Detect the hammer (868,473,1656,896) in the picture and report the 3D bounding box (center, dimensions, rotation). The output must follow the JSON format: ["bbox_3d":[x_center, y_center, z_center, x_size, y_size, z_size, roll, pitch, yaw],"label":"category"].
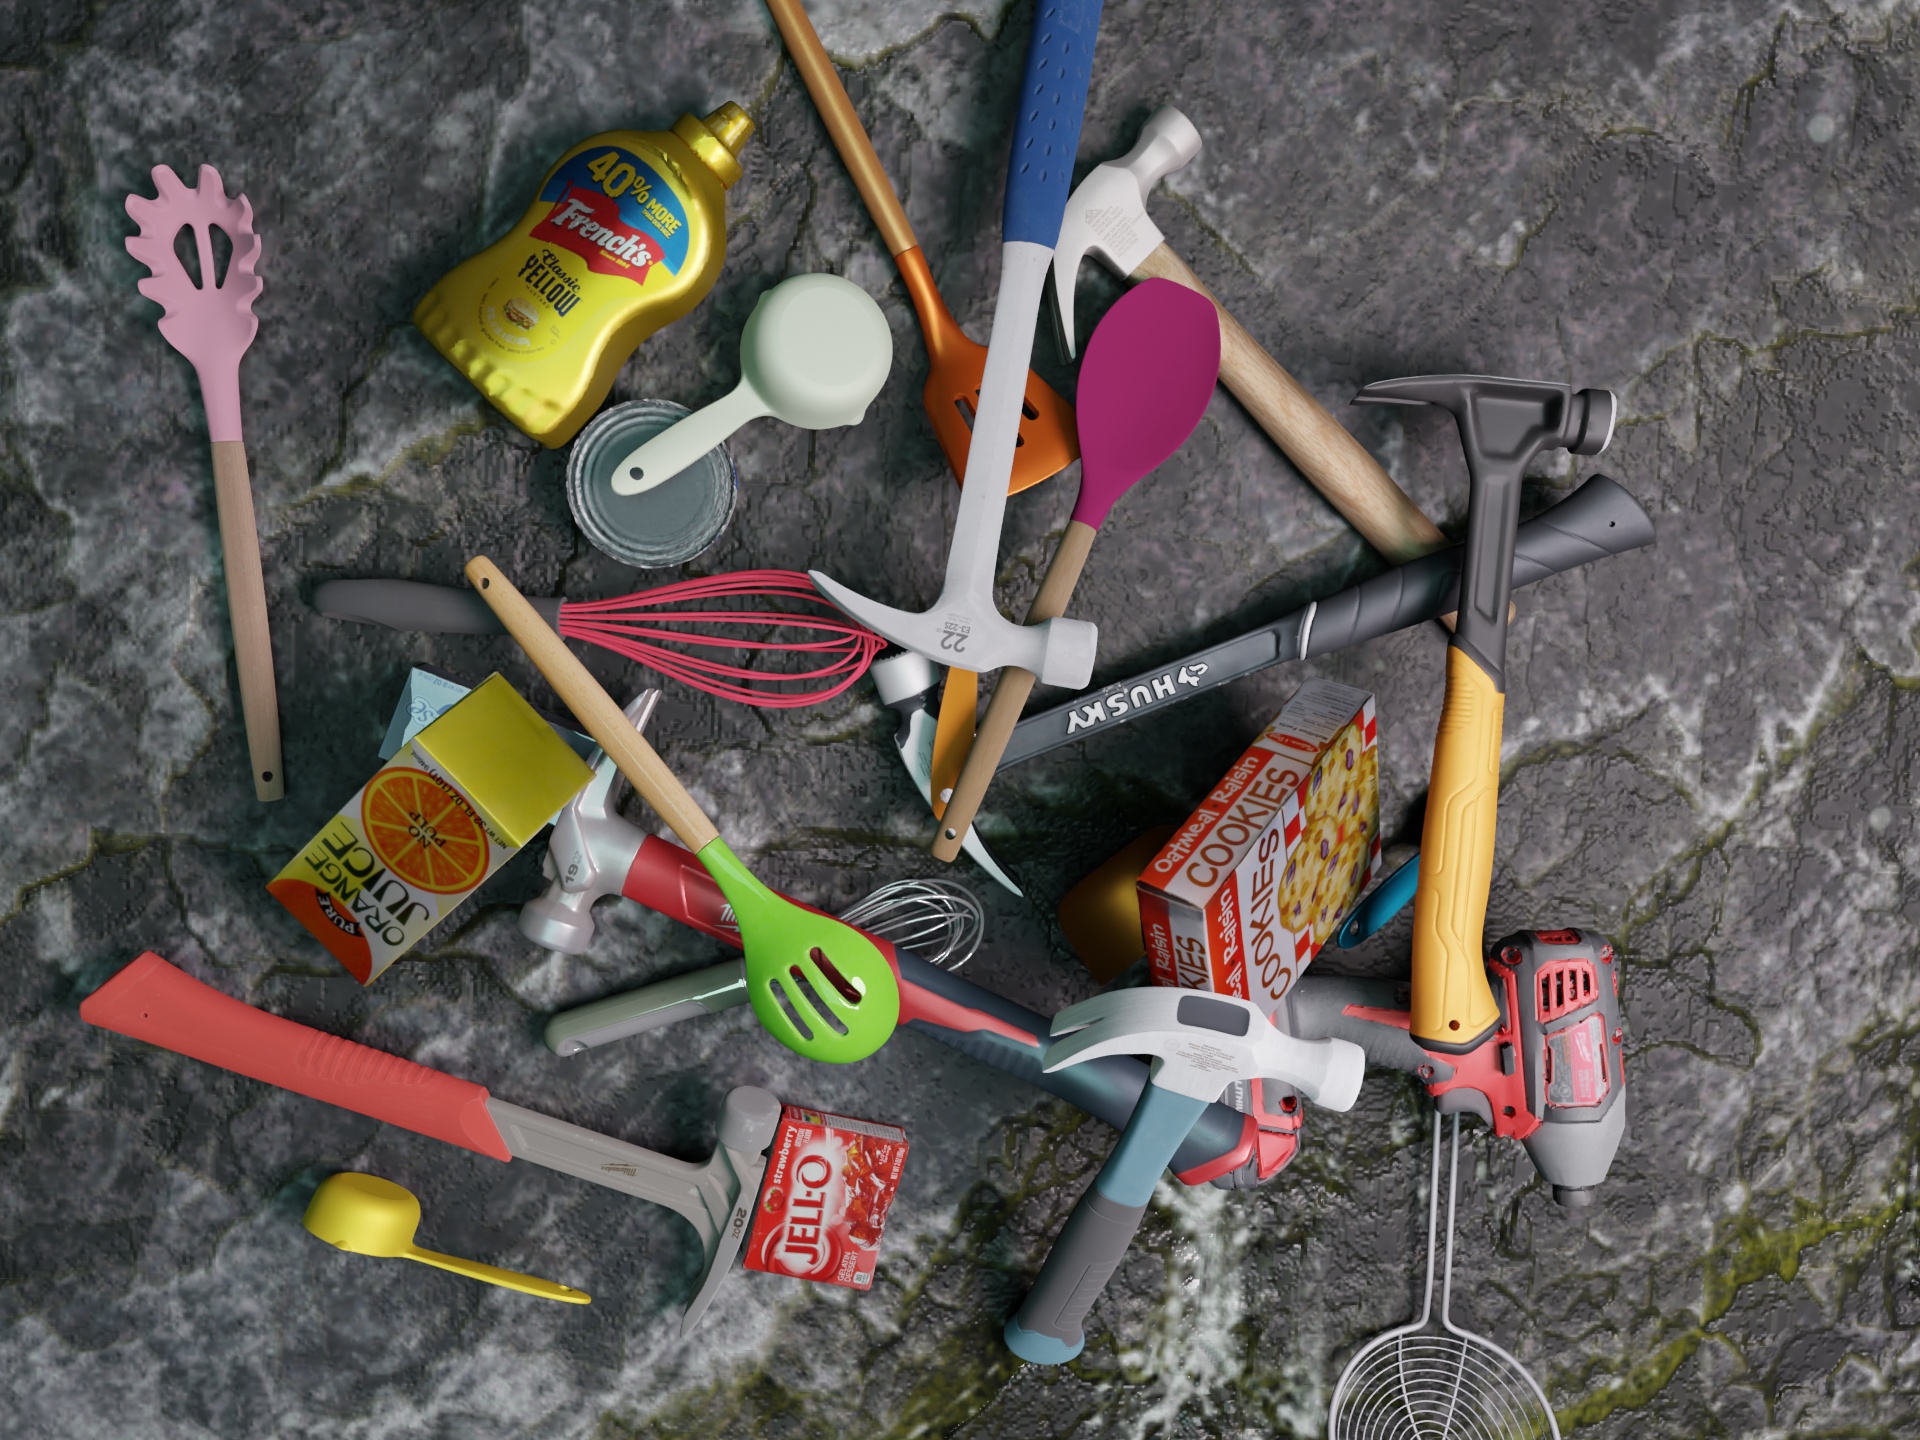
[{"bbox_3d":[0.166,-0.035,0.841,0.409,0.036,0.149,-20,100,4],"label":"hammer"}]

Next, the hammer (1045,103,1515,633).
[{"bbox_3d":[0.175,-0.161,0.851,0.331,0.031,0.130,45,91,-8],"label":"hammer"}]

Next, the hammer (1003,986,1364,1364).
[{"bbox_3d":[0.078,0.239,0.788,0.128,0.033,0.330,18,134,2],"label":"hammer"}]

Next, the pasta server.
[{"bbox_3d":[-0.369,-0.114,0.804,0.060,0.040,0.316,-6,98,-16],"label":"pasta server"}]

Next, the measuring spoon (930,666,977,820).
[{"bbox_3d":[-0.001,-0.003,0.826,0.021,0.011,0.117,7,105,2],"label":"measuring spoon"}]

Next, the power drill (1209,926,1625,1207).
[{"bbox_3d":[0.235,0.187,0.841,0.219,0.078,0.143,-5,91,11],"label":"power drill"}]

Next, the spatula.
[{"bbox_3d":[-0.036,-0.265,0.815,0.081,0.041,0.322,-29,97,-13],"label":"spatula"}]

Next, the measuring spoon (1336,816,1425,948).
[{"bbox_3d":[0.240,0.082,0.869,0.128,0.021,0.042,-37,116,-25],"label":"measuring spoon"}]

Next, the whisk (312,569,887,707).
[{"bbox_3d":[-0.185,-0.050,0.819,0.296,0.073,0.073,5,96,-1],"label":"whisk"}]

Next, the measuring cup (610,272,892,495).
[{"bbox_3d":[-0.104,-0.164,0.795,0.167,0.038,0.083,-39,98,-21],"label":"measuring cup"}]

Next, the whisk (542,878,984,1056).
[{"bbox_3d":[-0.106,0.137,0.853,0.246,0.057,0.059,-17,56,1],"label":"whisk"}]

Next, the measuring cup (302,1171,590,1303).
[{"bbox_3d":[-0.268,0.275,0.845,0.156,0.062,0.029,19,83,-5],"label":"measuring cup"}]

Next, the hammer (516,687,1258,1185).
[{"bbox_3d":[-0.025,0.121,0.810,0.386,0.038,0.143,24,91,3],"label":"hammer"}]

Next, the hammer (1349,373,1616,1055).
[{"bbox_3d":[0.247,-0.004,0.793,0.127,0.034,0.337,5,88,2],"label":"hammer"}]

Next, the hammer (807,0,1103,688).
[{"bbox_3d":[0.026,-0.226,0.791,0.144,0.035,0.405,10,85,-2],"label":"hammer"}]

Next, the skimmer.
[{"bbox_3d":[0.272,0.274,0.878,0.127,0.090,0.363,2,95,8],"label":"skimmer"}]

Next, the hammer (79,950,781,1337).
[{"bbox_3d":[-0.283,0.210,0.842,0.359,0.037,0.149,20,109,-4],"label":"hammer"}]

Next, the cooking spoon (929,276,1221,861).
[{"bbox_3d":[0.052,-0.076,0.813,0.068,0.017,0.319,23,88,-3],"label":"cooking spoon"}]

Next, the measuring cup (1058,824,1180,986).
[{"bbox_3d":[0.126,0.072,0.859,0.173,0.095,0.052,-35,80,-22],"label":"measuring cup"}]

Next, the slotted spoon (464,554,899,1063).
[{"bbox_3d":[-0.142,0.043,0.780,0.070,0.031,0.314,-40,88,10],"label":"slotted spoon"}]
